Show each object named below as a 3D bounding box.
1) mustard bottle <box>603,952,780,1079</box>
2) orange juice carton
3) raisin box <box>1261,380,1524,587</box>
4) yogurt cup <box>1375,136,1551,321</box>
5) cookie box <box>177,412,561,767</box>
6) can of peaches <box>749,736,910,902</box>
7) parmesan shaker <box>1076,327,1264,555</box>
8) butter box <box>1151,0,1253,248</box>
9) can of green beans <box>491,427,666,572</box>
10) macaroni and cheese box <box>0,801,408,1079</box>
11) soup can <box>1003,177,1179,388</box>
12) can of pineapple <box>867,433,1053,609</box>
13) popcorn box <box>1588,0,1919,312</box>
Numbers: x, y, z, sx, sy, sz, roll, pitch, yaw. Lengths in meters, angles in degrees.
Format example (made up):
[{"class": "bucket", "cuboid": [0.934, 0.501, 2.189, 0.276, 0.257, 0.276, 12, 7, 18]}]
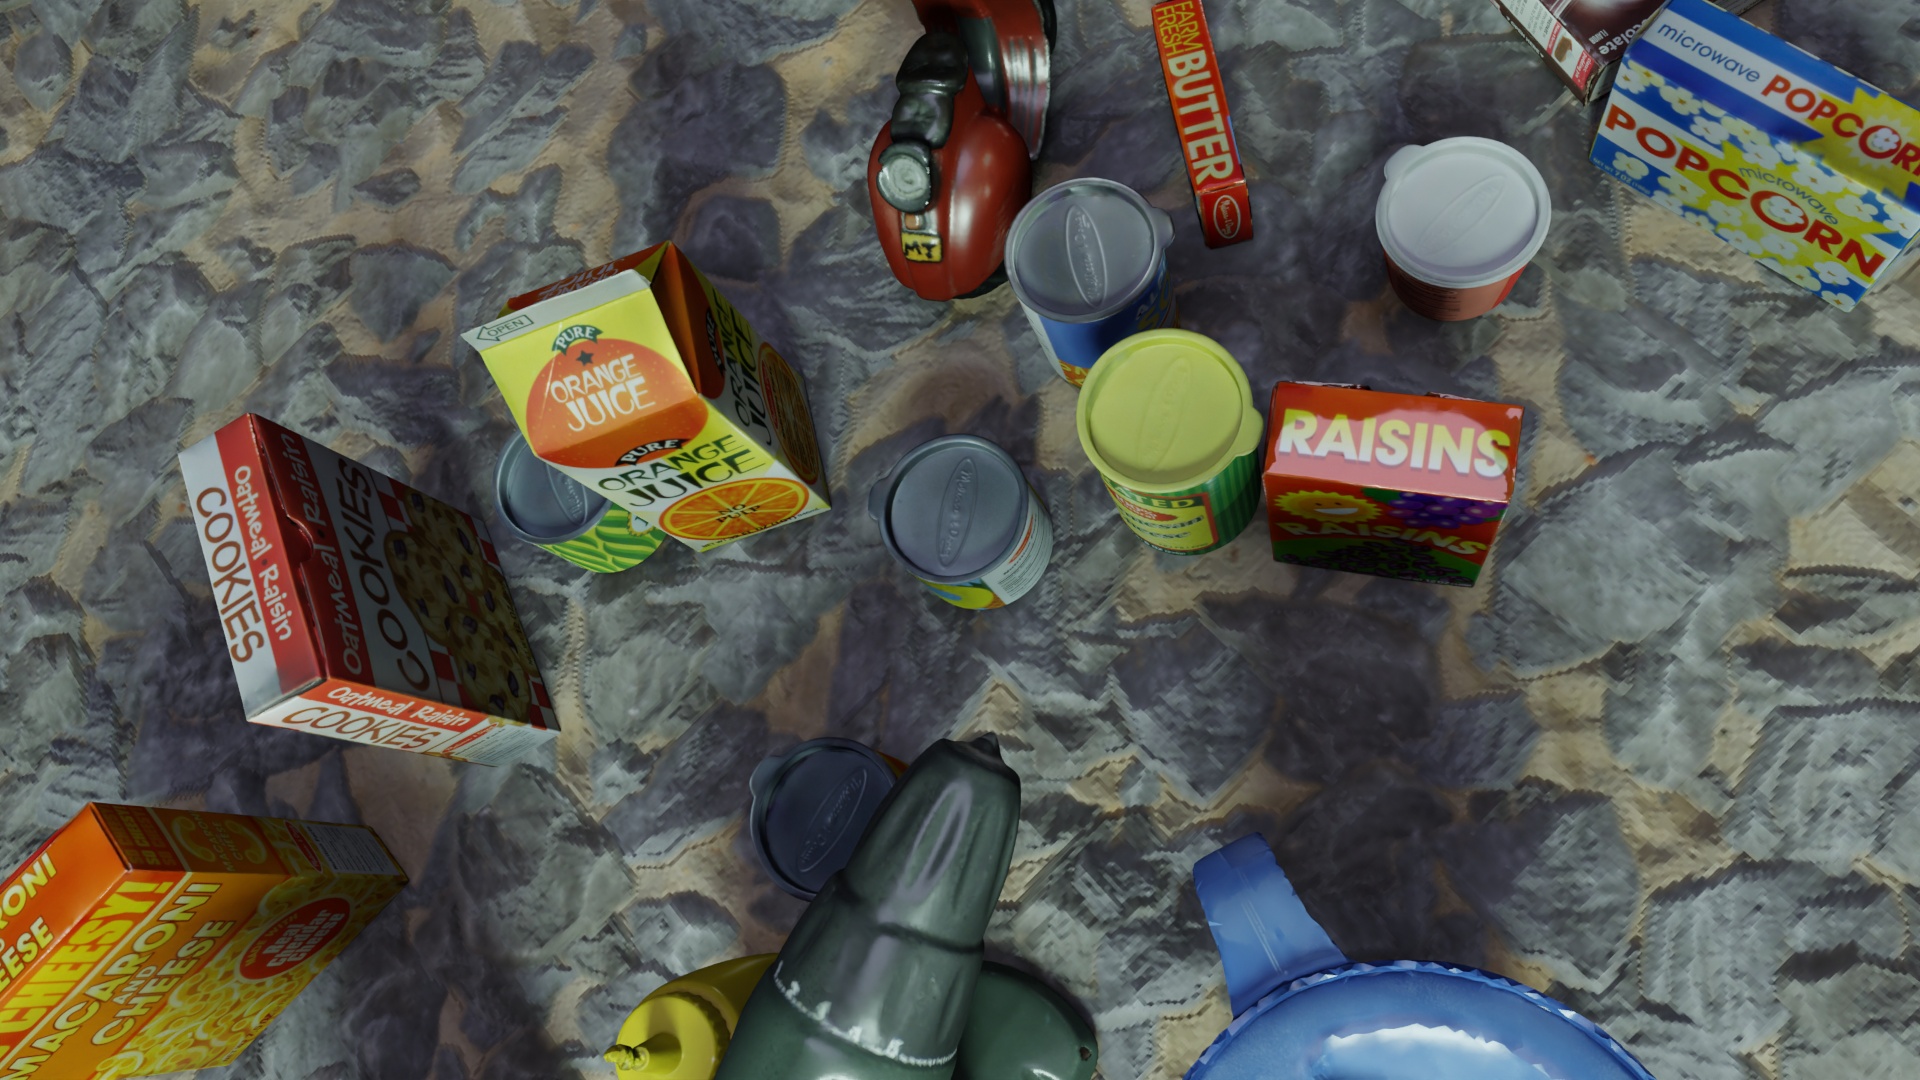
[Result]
[{"class": "mustard bottle", "cuboid": [-0.089, 0.190, 0.521, 0.049, 0.160, 0.065, -17, 71, 10]}, {"class": "orange juice carton", "cuboid": [-0.125, -0.061, 0.585, 0.072, 0.192, 0.073, -18, 71, 10]}, {"class": "raisin box", "cuboid": [0.163, -0.019, 0.535, 0.086, 0.123, 0.040, 8, 77, 17]}, {"class": "yogurt cup", "cuboid": [0.211, -0.129, 0.591, 0.072, 0.054, 0.072, -4, 74, 14]}, {"class": "cookie box", "cuboid": [-0.251, 0.028, 0.606, 0.040, 0.167, 0.123, -29, 70, 6]}, {"class": "can of peaches", "cuboid": [-0.049, 0.118, 0.586, 0.071, 0.058, 0.071, -4, 74, 14]}, {"class": "parmesan shaker", "cuboid": [0.091, -0.035, 0.570, 0.071, 0.103, 0.071, -4, 74, 14]}, {"class": "butter box", "cuboid": [0.111, -0.192, 0.636, 0.024, 0.053, 0.104, -13, 72, 11]}, {"class": "can of green beans", "cuboid": [-0.177, -0.022, 0.660, 0.071, 0.057, 0.071, -4, 74, 14]}, {"class": "macaroni and cheese box", "cuboid": [-0.337, 0.172, 0.588, 0.124, 0.166, 0.040, -46, 69, -1]}, {"class": "soup can", "cuboid": [0.063, -0.110, 0.609, 0.071, 0.083, 0.071, -4, 74, 14]}, {"class": "can of pineapple", "cuboid": [0.002, -0.008, 0.609, 0.071, 0.057, 0.071, -4, 74, 14]}, {"class": "popcorn box", "cuboid": [0.321, -0.154, 0.553, 0.127, 0.085, 0.038, 40, 88, 21]}]
